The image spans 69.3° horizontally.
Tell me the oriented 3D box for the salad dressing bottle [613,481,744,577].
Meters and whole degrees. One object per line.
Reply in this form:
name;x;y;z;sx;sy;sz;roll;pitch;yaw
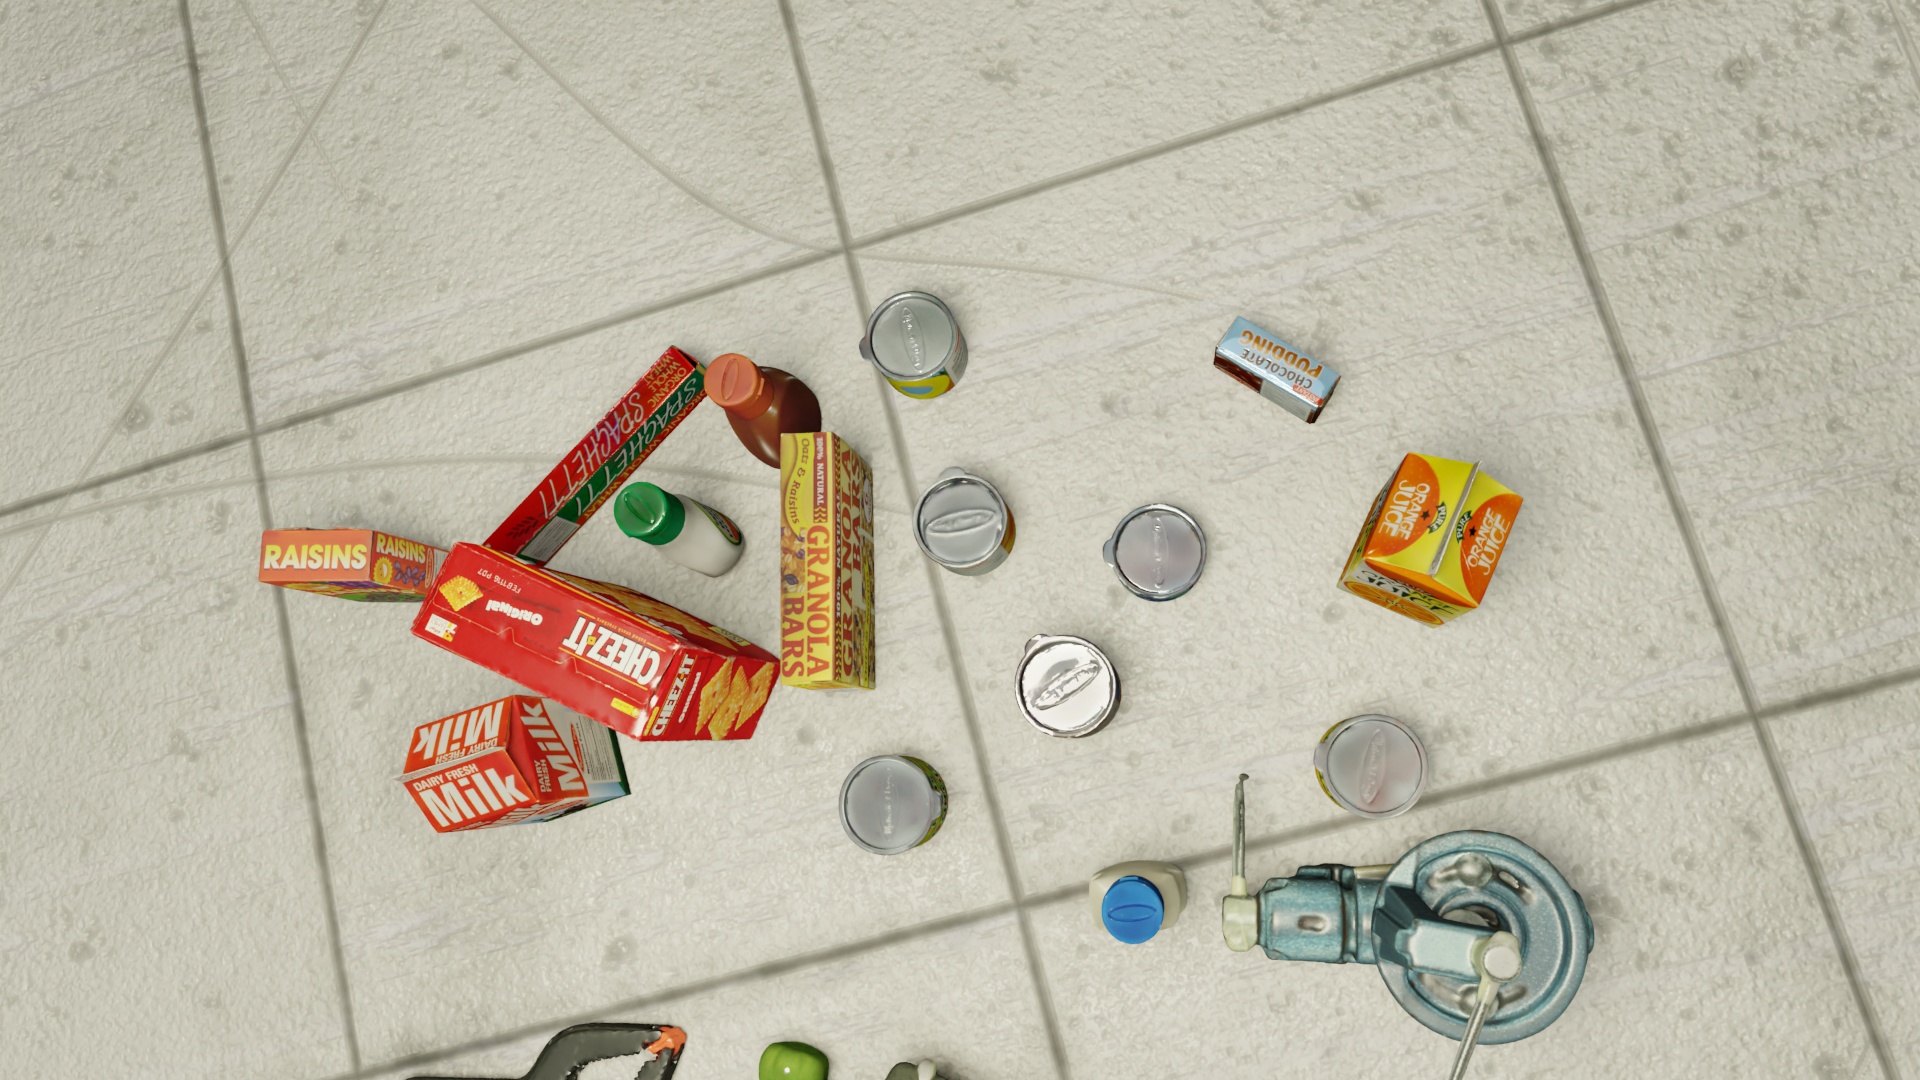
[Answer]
salad dressing bottle;-0.195;-0.009;0.962;0.064;0.147;0.044;43;90;13

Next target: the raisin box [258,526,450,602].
raisin box;-0.431;0.019;1.006;0.086;0.123;0.040;0;81;9

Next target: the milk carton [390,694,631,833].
milk carton;-0.298;0.149;0.929;0.072;0.190;0.073;-18;79;6

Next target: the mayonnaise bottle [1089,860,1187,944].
mayonnaise bottle;0.110;0.227;0.875;0.065;0.148;0.041;-7;80;8

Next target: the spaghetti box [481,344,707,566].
spaghetti box;-0.280;-0.043;1.031;0.029;0.050;0.250;43;89;13

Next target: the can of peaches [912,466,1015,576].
can of peaches;0.003;-0.012;0.978;0.071;0.058;0.071;-1;81;9

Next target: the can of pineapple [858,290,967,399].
can of pineapple;-0.032;-0.140;1.005;0.071;0.058;0.071;-1;81;9

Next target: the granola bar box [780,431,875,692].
granola bar box;-0.089;0.019;0.953;0.039;0.124;0.165;-3;80;9

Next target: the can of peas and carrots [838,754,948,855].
can of peas and carrots;-0.043;0.180;0.952;0.071;0.058;0.071;-1;81;9

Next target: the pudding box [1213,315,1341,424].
pudding box;0.219;-0.118;0.966;0.084;0.049;0.030;33;87;12

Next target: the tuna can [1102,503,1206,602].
tuna can;0.135;0.009;0.966;0.071;0.033;0.071;-1;81;9

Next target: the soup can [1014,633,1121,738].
soup can;0.073;0.098;0.935;0.071;0.083;0.071;-1;81;9

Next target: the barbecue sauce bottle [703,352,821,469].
barbecue sauce bottle;-0.136;-0.093;0.966;0.044;0.148;0.065;10;83;10

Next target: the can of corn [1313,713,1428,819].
can of corn;0.265;0.147;0.910;0.071;0.058;0.071;-1;81;9

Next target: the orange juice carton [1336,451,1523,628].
orange juice carton;0.290;0.001;0.862;0.073;0.192;0.072;24;86;12
